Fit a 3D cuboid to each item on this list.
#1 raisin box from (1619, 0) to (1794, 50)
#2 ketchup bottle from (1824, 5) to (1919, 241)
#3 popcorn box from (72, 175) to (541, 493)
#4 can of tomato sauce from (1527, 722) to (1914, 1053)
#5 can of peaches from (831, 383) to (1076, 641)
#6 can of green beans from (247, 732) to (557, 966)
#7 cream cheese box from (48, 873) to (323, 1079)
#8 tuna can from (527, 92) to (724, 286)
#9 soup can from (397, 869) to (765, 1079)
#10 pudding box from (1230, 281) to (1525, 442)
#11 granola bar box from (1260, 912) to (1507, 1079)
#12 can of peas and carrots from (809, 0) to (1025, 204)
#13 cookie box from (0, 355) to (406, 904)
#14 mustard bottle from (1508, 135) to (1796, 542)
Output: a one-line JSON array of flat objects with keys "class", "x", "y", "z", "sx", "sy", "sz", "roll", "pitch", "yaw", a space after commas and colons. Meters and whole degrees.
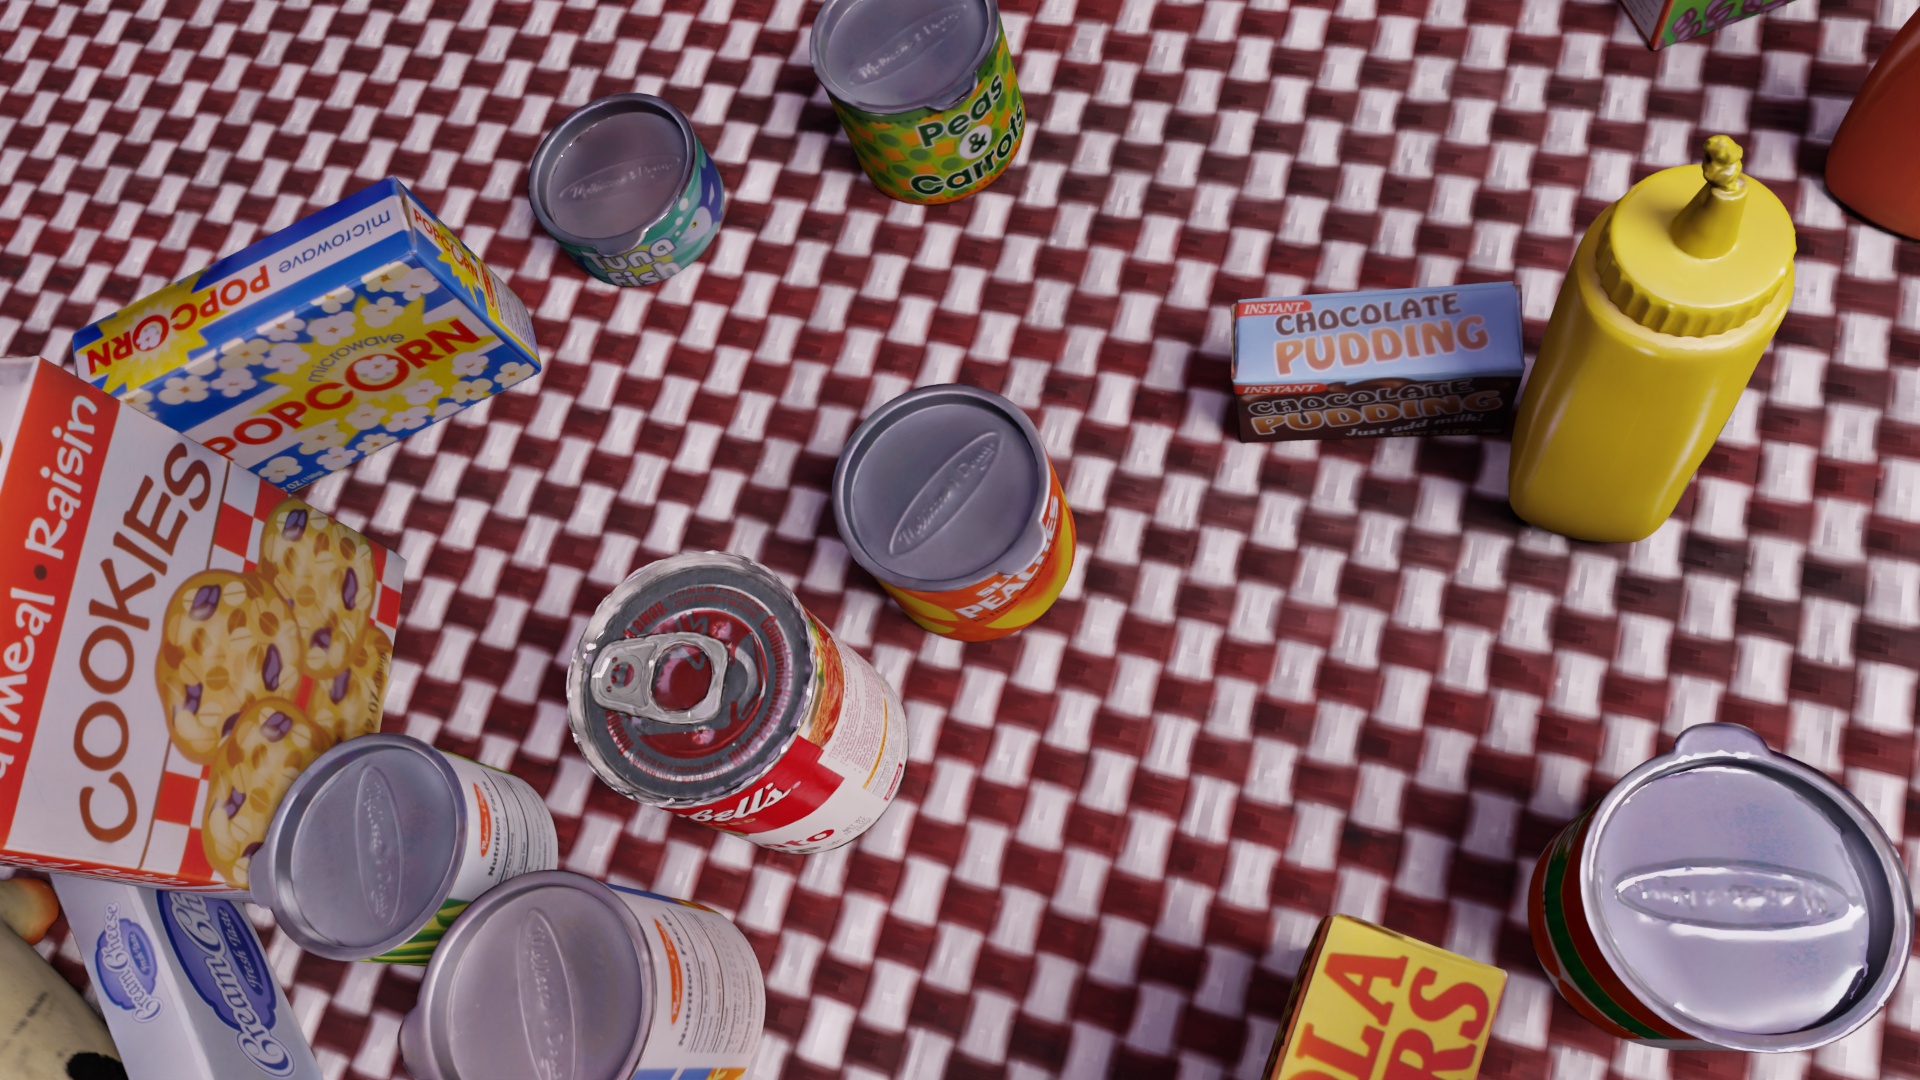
[{"class": "raisin box", "x": 0.255, "y": -0.216, "z": 0.417, "sx": 0.086, "sy": 0.123, "sz": 0.040, "roll": -19, "pitch": 67, "yaw": 6}, {"class": "ketchup bottle", "x": 0.287, "y": -0.135, "z": 0.366, "sx": 0.065, "sy": 0.148, "sz": 0.043, "roll": 27, "pitch": 79, "yaw": 21}, {"class": "popcorn box", "x": -0.227, "y": -0.066, "z": 0.492, "sx": 0.127, "sy": 0.085, "sz": 0.038, "roll": -25, "pitch": 67, "yaw": 3}, {"class": "can of tomato sauce", "x": 0.179, "y": 0.089, "z": 0.342, "sx": 0.071, "sy": 0.083, "sz": 0.071, "roll": -4, "pitch": 69, "yaw": 11}, {"class": "can of peaches", "x": 0.002, "y": -0.005, "z": 0.432, "sx": 0.071, "sy": 0.058, "sz": 0.071, "roll": -4, "pitch": 69, "yaw": 11}, {"class": "can of green beans", "x": -0.168, "y": 0.098, "z": 0.432, "sx": 0.071, "sy": 0.057, "sz": 0.071, "roll": -4, "pitch": 69, "yaw": 11}, {"class": "cream cheese box", "x": -0.244, "y": 0.136, "z": 0.437, "sx": 0.024, "sy": 0.053, "sz": 0.104, "roll": -38, "pitch": 67, "yaw": -2}, {"class": "tuna can", "x": -0.124, "y": -0.129, "z": 0.520, "sx": 0.071, "sy": 0.032, "sz": 0.071, "roll": -4, "pitch": 69, "yaw": 11}, {"class": "soup can", "x": -0.102, "y": 0.131, "z": 0.390, "sx": 0.071, "sy": 0.083, "sz": 0.071, "roll": -4, "pitch": 69, "yaw": 11}, {"class": "pudding box", "x": 0.126, "y": -0.054, "z": 0.426, "sx": 0.084, "sy": 0.049, "sz": 0.030, "roll": -1, "pitch": 70, "yaw": 12}, {"class": "granola bar box", "x": 0.072, "y": 0.173, "z": 0.313, "sx": 0.039, "sy": 0.124, "sz": 0.166, "roll": 19, "pitch": 75, "yaw": 19}, {"class": "can of peas and carrots", "x": -0.012, "y": -0.161, "z": 0.493, "sx": 0.071, "sy": 0.058, "sz": 0.071, "roll": -4, "pitch": 69, "yaw": 11}, {"class": "cookie box", "x": -0.238, "y": 0.037, "z": 0.411, "sx": 0.040, "sy": 0.167, "sz": 0.123, "roll": -3, "pitch": 70, "yaw": 12}, {"class": "mustard bottle", "x": 0.175, "y": -0.050, "z": 0.353, "sx": 0.049, "sy": 0.160, "sz": 0.065, "roll": 14, "pitch": 74, "yaw": 18}]
